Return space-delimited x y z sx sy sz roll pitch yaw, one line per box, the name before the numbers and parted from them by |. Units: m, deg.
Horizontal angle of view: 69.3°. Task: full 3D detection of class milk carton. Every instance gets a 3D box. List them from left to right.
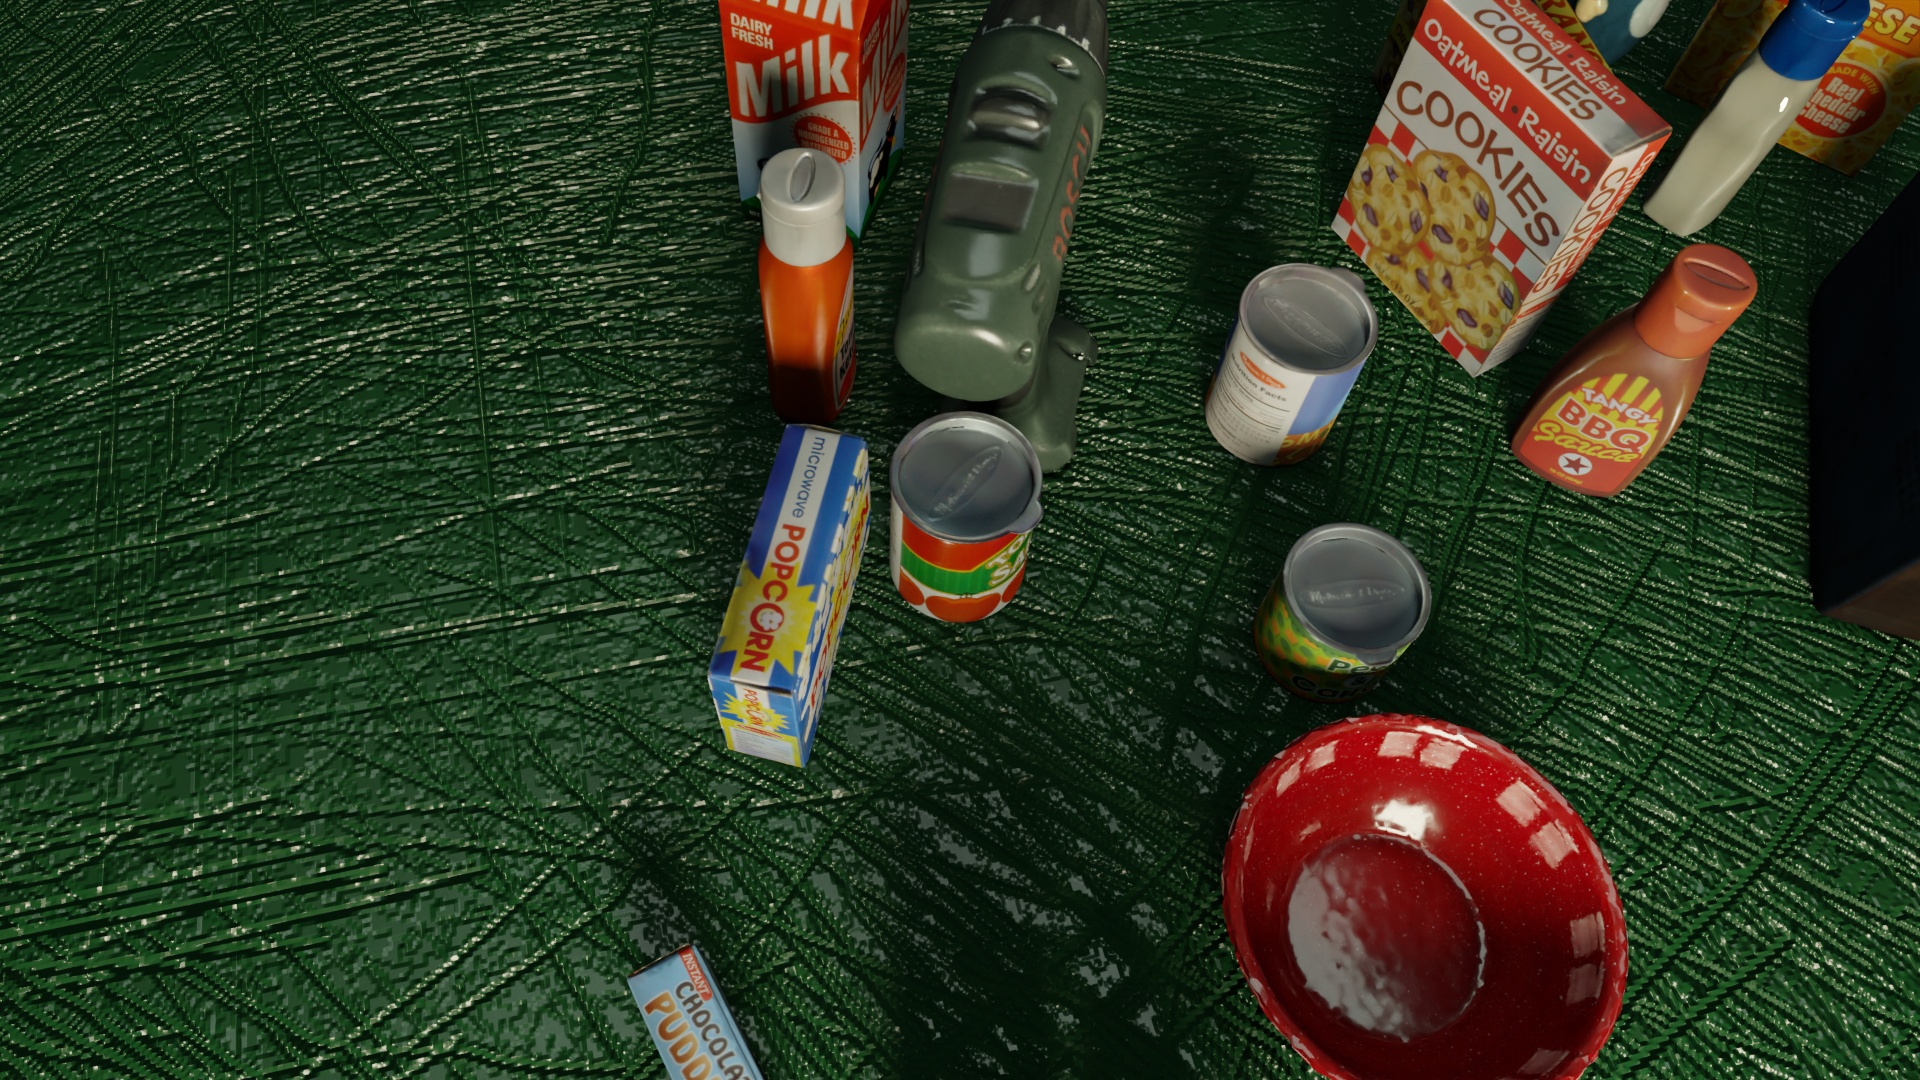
milk carton | -0.071 -0.242 0.698 0.072 0.189 0.074 18 62 6

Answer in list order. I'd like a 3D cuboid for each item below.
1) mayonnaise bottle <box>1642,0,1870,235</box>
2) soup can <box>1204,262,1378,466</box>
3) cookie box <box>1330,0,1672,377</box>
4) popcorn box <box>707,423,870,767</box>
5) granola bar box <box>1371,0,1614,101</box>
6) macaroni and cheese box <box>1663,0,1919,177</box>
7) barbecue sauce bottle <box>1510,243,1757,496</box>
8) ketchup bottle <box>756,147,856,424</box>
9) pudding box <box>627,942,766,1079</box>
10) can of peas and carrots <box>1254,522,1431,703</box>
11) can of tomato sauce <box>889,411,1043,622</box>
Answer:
mayonnaise bottle | 0.428 -0.233 0.750 0.041 0.147 0.065 41 67 17
soup can | 0.163 -0.087 0.688 0.071 0.083 0.071 2 61 -3
cookie box | 0.262 -0.180 0.699 0.040 0.166 0.123 -27 66 -17
popcorn box | -0.072 0.024 0.610 0.038 0.084 0.127 11 61 3
granola bar box | 0.291 -0.246 0.762 0.039 0.123 0.166 -10 62 -9
macaroni and cheese box | 0.499 -0.300 0.781 0.124 0.165 0.040 32 64 13
barbecue sauce bottle | 0.319 -0.079 0.657 0.065 0.147 0.044 27 63 11
ketchup bottle | -0.072 -0.119 0.654 0.043 0.148 0.065 7 61 0
pudding box | -0.094 0.201 0.531 0.030 0.049 0.084 -26 66 -17
can of peas and carrots | 0.173 0.036 0.635 0.071 0.058 0.071 2 61 -3
can of tomato sauce | 0.002 -0.008 0.634 0.071 0.082 0.071 2 61 -3
